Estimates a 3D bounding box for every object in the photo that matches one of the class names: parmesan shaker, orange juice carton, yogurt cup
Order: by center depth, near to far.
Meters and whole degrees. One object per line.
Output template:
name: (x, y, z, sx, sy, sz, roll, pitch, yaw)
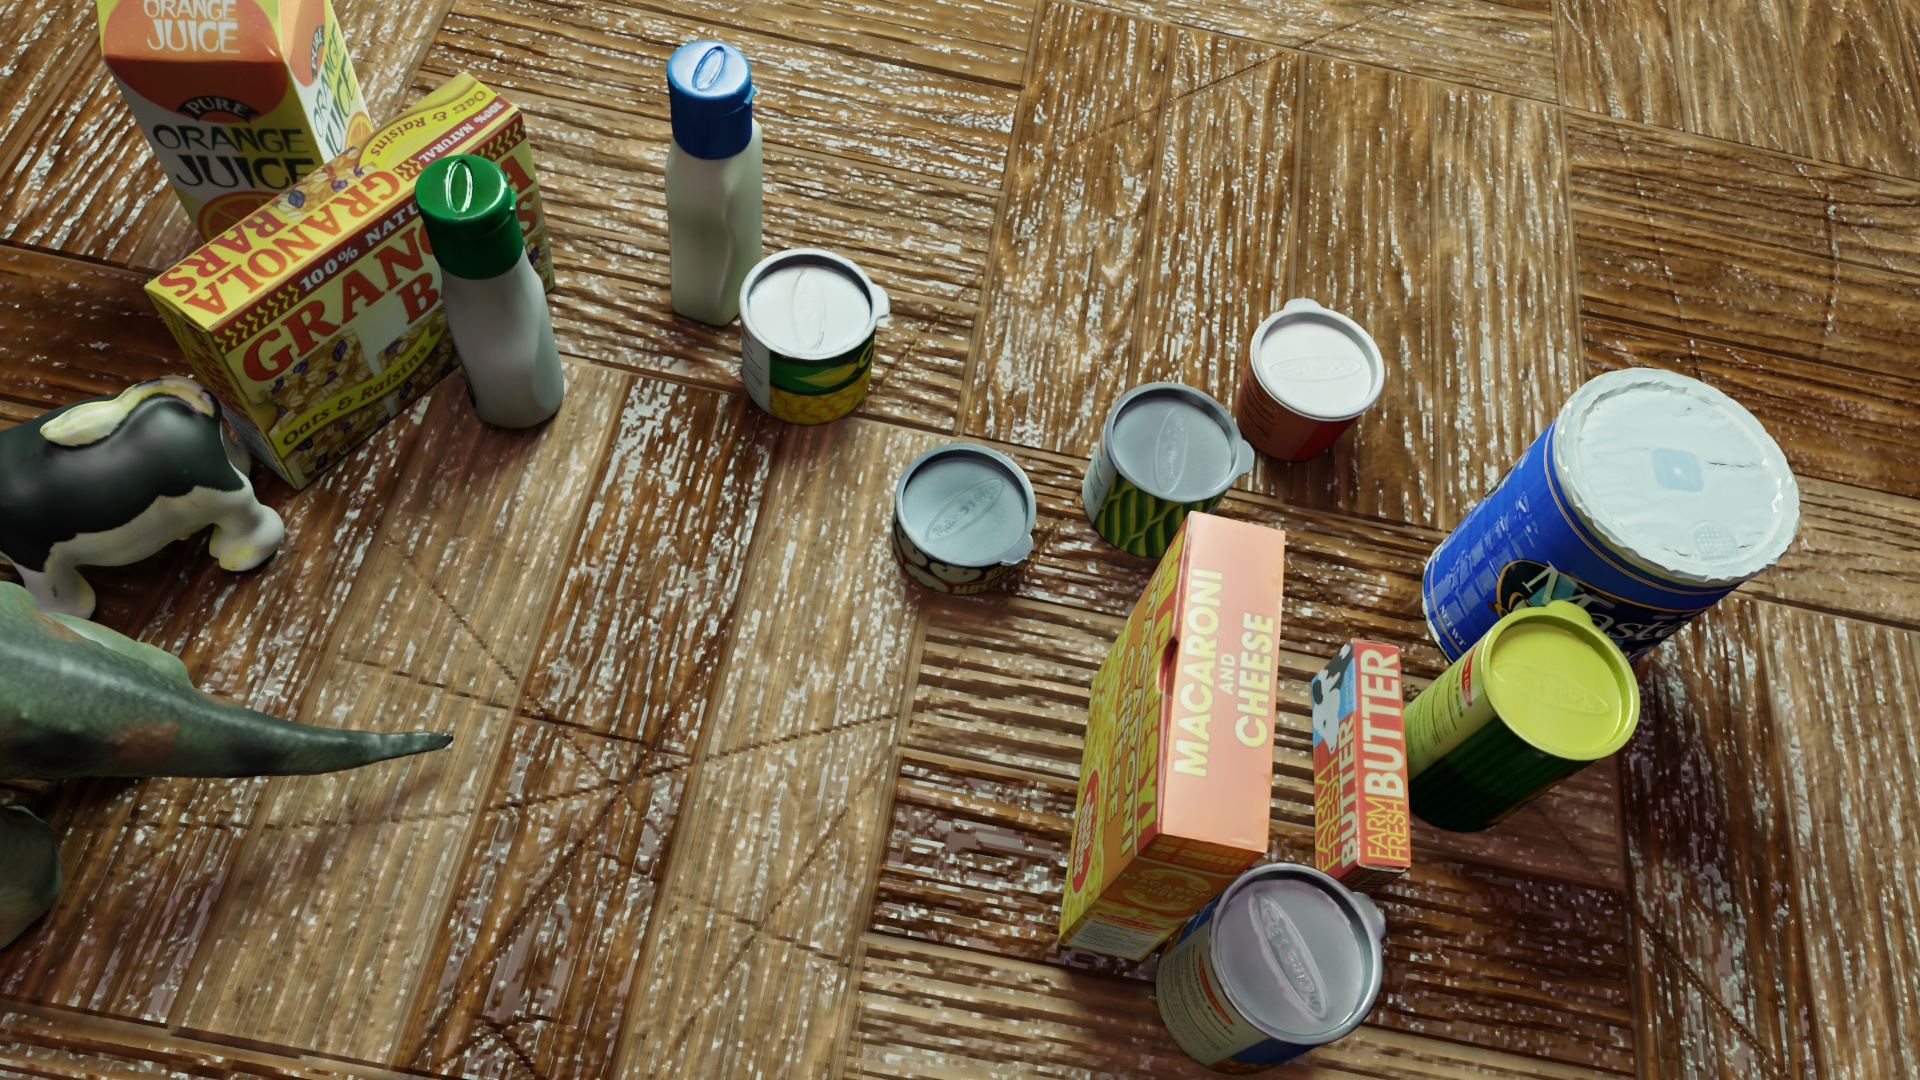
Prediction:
parmesan shaker: (0.235, 0.078, 0.601, 0.071, 0.102, 0.071, 3, 61, -6)
orange juice carton: (-0.319, -0.201, 0.624, 0.072, 0.191, 0.073, 0, 62, -8)
yogurt cup: (0.173, -0.076, 0.706, 0.072, 0.053, 0.073, 3, 61, -6)

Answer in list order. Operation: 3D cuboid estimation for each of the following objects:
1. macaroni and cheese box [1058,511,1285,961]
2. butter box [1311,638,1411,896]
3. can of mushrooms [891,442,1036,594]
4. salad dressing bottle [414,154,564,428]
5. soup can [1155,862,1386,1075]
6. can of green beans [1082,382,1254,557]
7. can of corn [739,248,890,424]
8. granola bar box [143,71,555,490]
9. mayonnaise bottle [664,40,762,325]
macaroni and cheese box: (0.078, 0.083, 0.540, 0.040, 0.165, 0.124, 12, 61, -2)
butter box: (0.174, 0.100, 0.609, 0.024, 0.053, 0.104, 9, 61, -3)
can of mushrooms: (0.002, -0.008, 0.656, 0.071, 0.033, 0.071, 3, 61, -6)
salad dressing bottle: (-0.207, -0.107, 0.615, 0.044, 0.147, 0.064, -3, 62, -10)
soup can: (0.121, 0.169, 0.546, 0.071, 0.083, 0.071, 3, 61, -6)
can of green beans: (0.096, -0.033, 0.669, 0.071, 0.057, 0.071, 3, 61, -6)
can of corn: (-0.072, -0.099, 0.681, 0.071, 0.058, 0.071, 3, 61, -6)
granola bar box: (-0.261, -0.115, 0.625, 0.039, 0.123, 0.166, 36, 63, 12)
mayonnaise bottle: (-0.117, -0.169, 0.662, 0.041, 0.147, 0.065, 17, 61, 1)
